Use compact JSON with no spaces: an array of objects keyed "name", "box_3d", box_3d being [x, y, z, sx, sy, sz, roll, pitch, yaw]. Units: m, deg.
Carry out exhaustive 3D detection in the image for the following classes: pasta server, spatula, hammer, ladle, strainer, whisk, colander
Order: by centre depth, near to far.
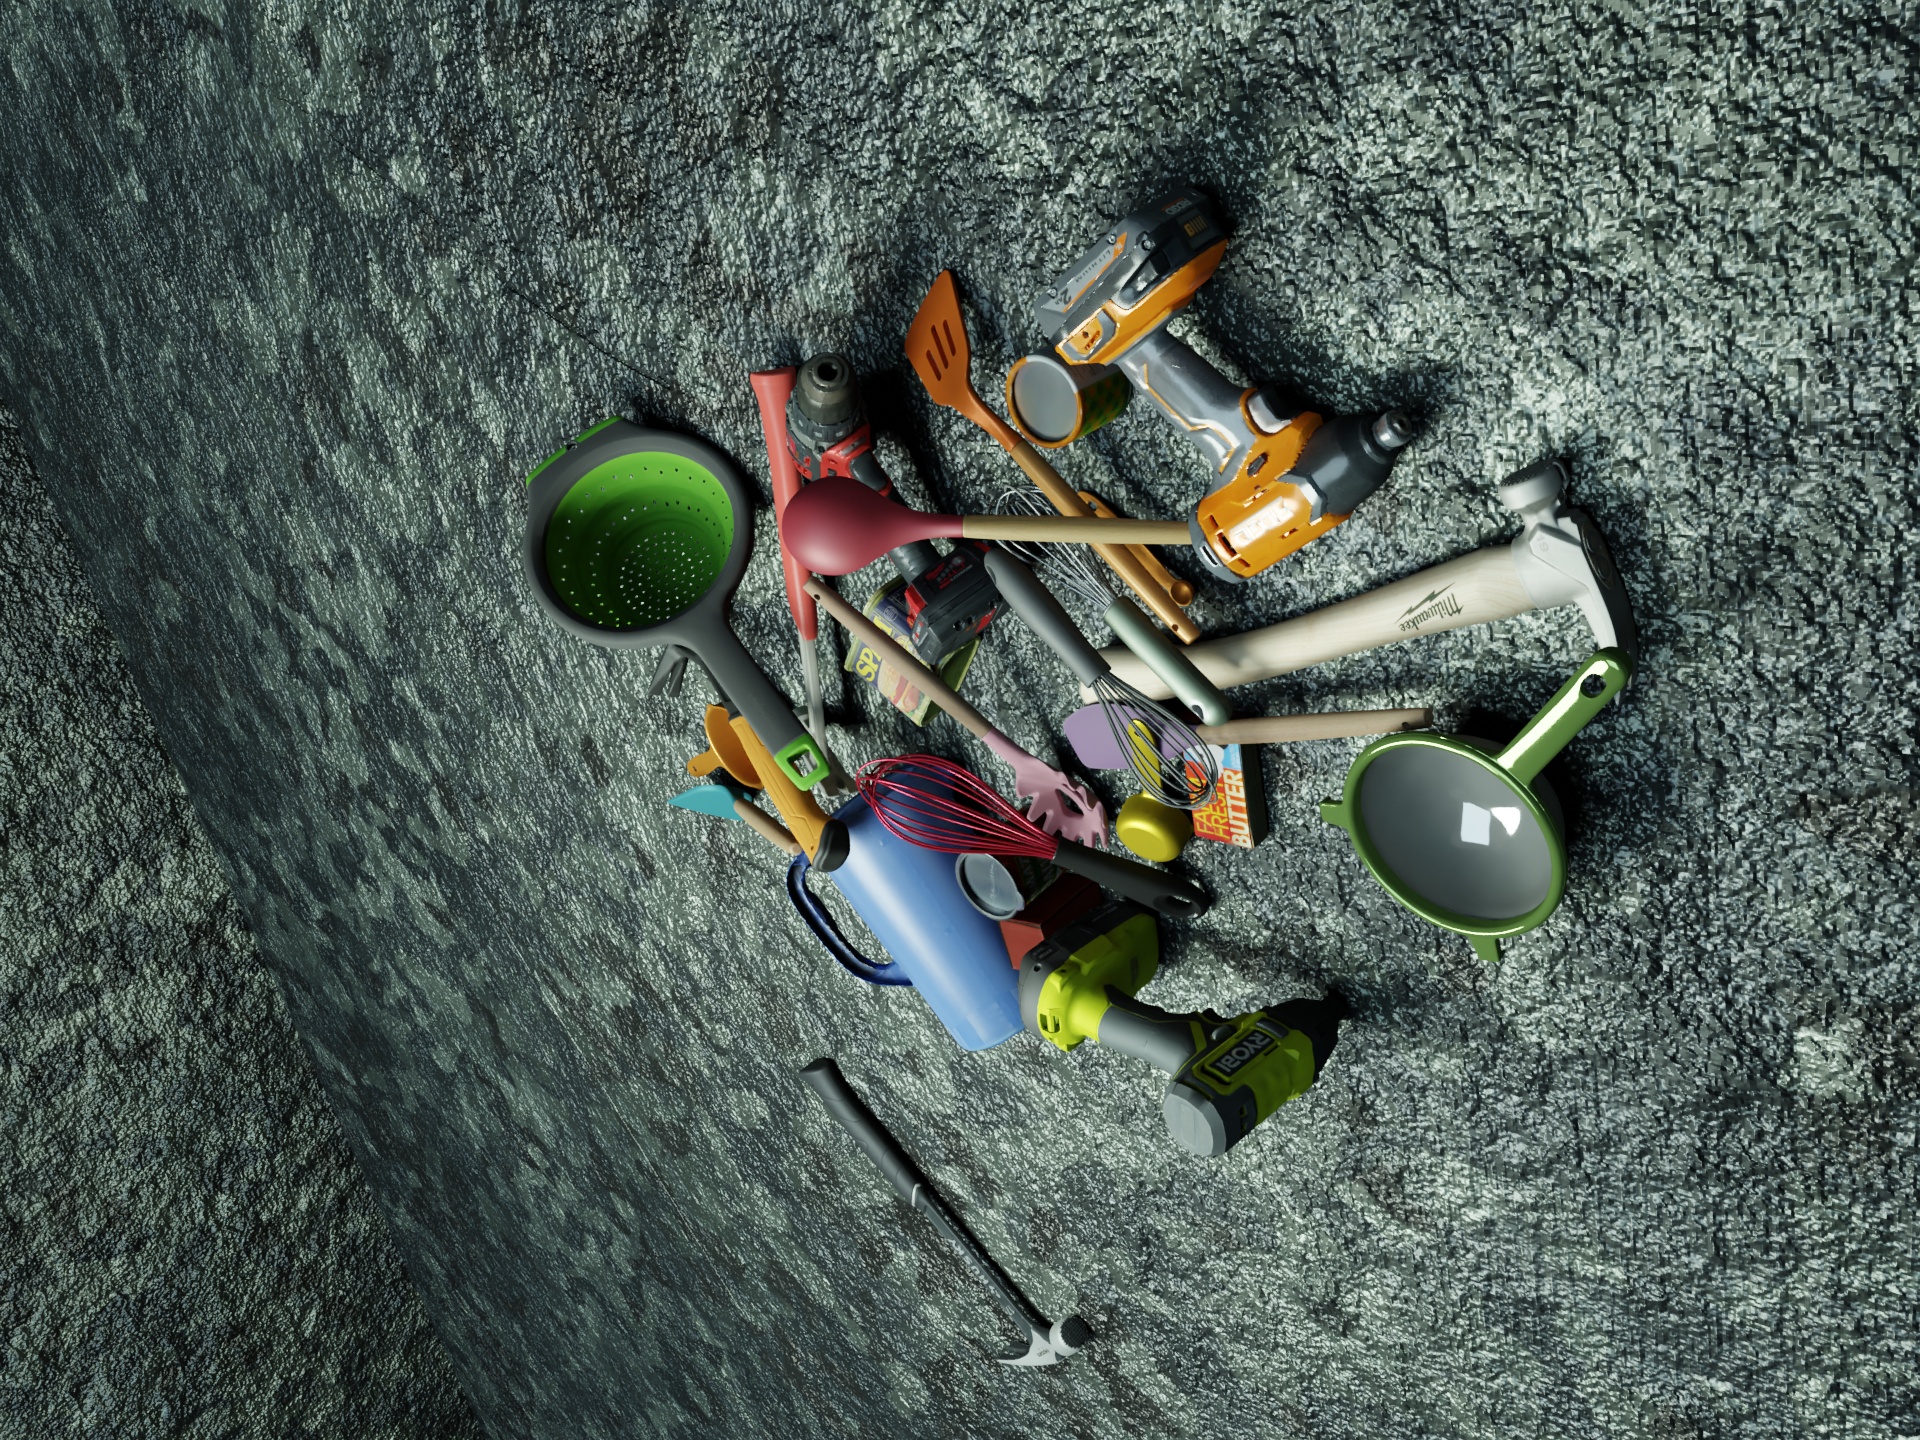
[{"name":"strainer","box_3d":[0.338,0.028,0.971,0.151,0.069,0.256,43,143,15]},{"name":"hammer","box_3d":[0.237,-0.046,1.056,0.410,0.038,0.146,-15,106,49]},{"name":"ladle","box_3d":[0.028,-0.131,1.090,0.315,0.031,0.069,2,95,7]},{"name":"spatula","box_3d":[0.188,0.006,1.111,0.316,0.018,0.059,-5,122,48]},{"name":"whisk","box_3d":[0.097,-0.031,1.115,0.239,0.055,0.055,50,140,9]},{"name":"whisk","box_3d":[0.105,-0.084,1.120,0.246,0.059,0.057,48,163,23]},{"name":"spatula","box_3d":[0.062,-0.179,1.123,0.323,0.041,0.081,49,139,11]},{"name":"whisk","box_3d":[0.057,0.094,1.249,0.296,0.073,0.073,21,135,0]},{"name":"pasta server","box_3d":[-0.002,-0.004,1.255,0.316,0.040,0.060,40,131,-11]},{"name":"hammer","box_3d":[-0.134,-0.116,1.341,0.149,0.036,0.358,-131,32,-59]},{"name":"colander","box_3d":[-0.227,-0.087,1.387,0.397,0.204,0.094,52,174,19]},{"name":"hammer","box_3d":[-0.183,0.018,1.390,0.127,0.034,0.337,-60,44,23]},{"name":"spatula","box_3d":[-0.199,0.096,1.484,0.318,0.082,0.044,20,94,67]},{"name":"hammer","box_3d":[-0.034,0.528,1.716,0.409,0.036,0.149,48,141,10]}]

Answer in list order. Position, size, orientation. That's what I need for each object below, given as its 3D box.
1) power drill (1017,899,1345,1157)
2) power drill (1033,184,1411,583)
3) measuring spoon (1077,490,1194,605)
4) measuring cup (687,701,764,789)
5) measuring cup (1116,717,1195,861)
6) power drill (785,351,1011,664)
[{"name":"power drill","box_3d":[0.168,0.227,1.221,0.223,0.171,0.080,24,132,43]},{"name":"power drill","box_3d":[0.166,-0.210,0.983,0.226,0.084,0.164,53,140,-4]},{"name":"measuring spoon","box_3d":[0.126,-0.125,1.135,0.117,0.011,0.021,46,140,16]},{"name":"measuring cup","box_3d":[-0.216,0.022,1.542,0.095,0.052,0.173,58,148,-5]},{"name":"measuring cup","box_3d":[0.137,0.055,1.187,0.062,0.029,0.156,17,148,26]},{"name":"power drill","box_3d":[-0.053,-0.163,1.182,0.227,0.080,0.188,54,171,4]}]
